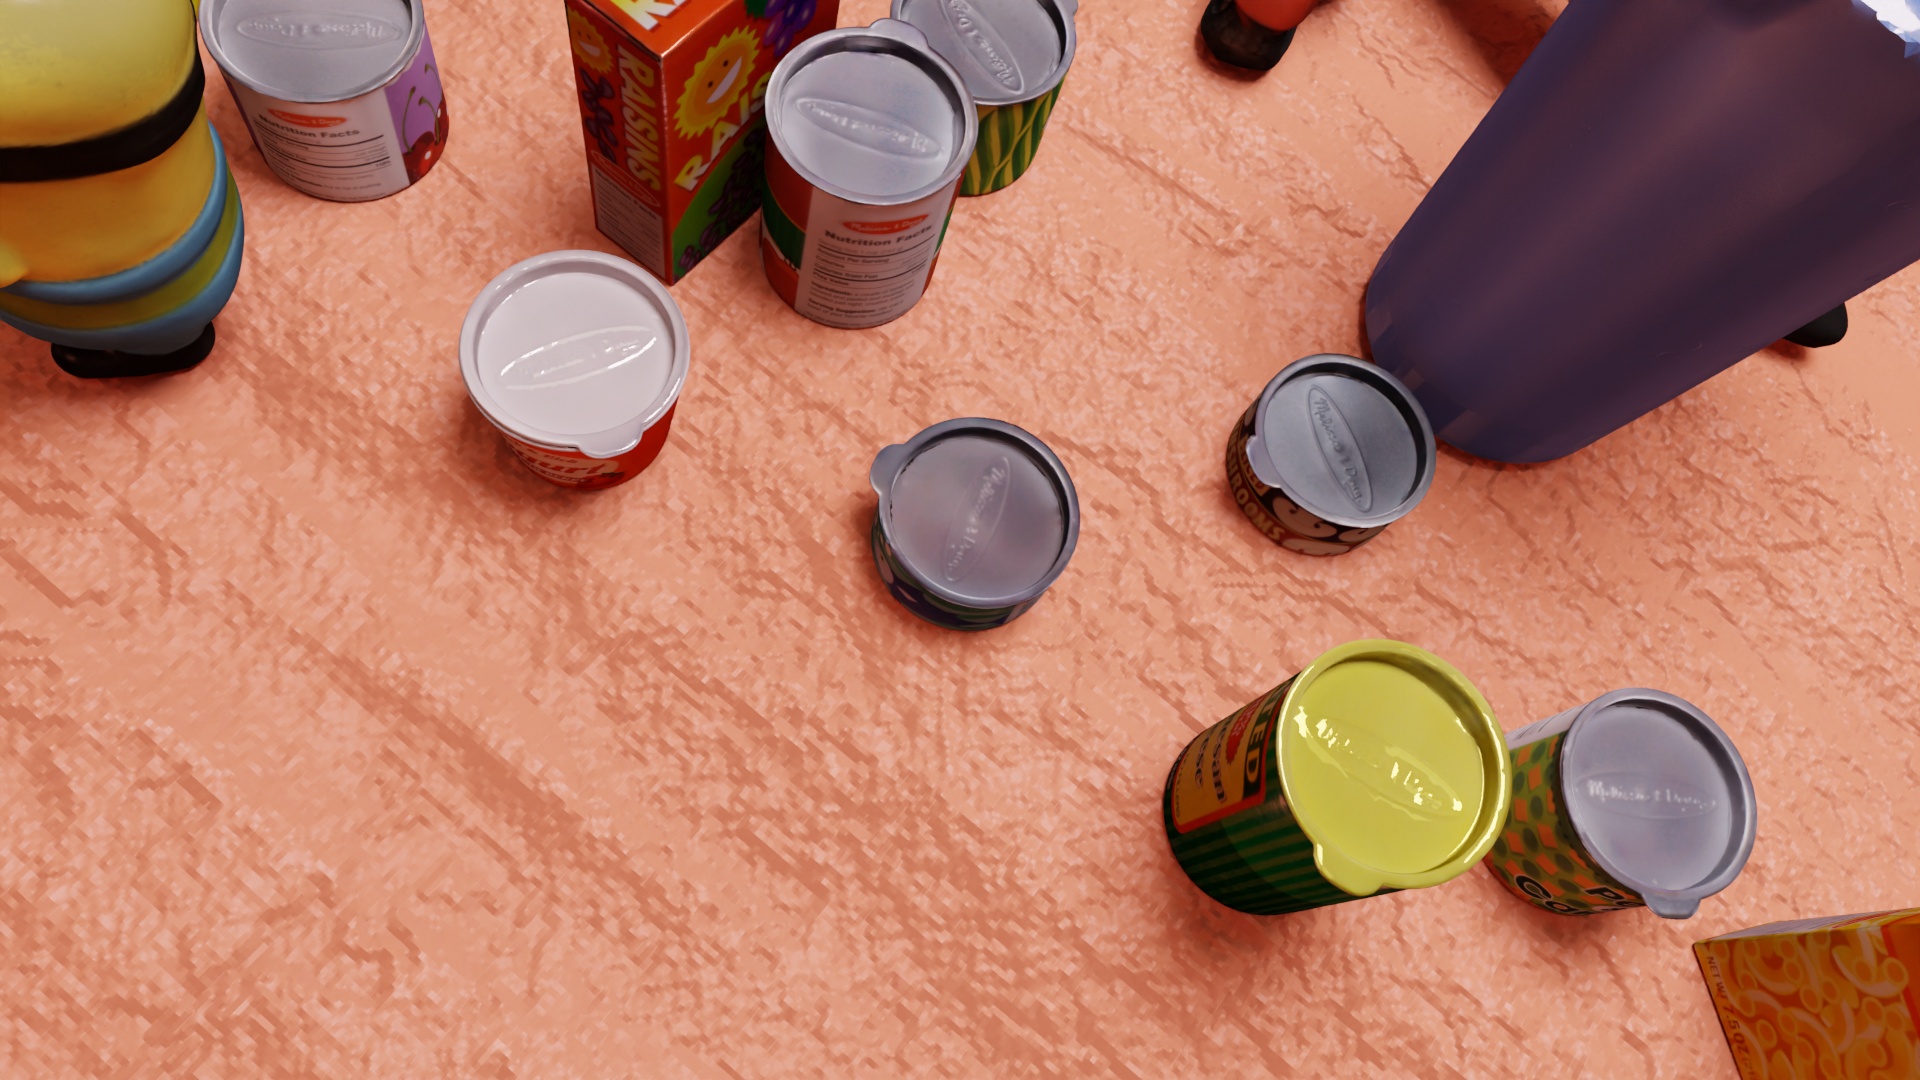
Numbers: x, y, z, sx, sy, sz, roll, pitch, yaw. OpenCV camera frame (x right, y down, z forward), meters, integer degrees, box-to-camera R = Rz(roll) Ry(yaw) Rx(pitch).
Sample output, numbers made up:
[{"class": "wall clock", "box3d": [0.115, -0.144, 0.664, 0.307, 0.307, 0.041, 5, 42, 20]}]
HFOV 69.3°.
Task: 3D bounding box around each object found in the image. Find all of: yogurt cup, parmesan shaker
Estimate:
[{"class": "yogurt cup", "box3d": [-0.121, -0.051, 0.443, 0.072, 0.053, 0.072, 3, 70, -9]}, {"class": "parmesan shaker", "box3d": [0.104, 0.076, 0.412, 0.071, 0.102, 0.071, 3, 70, -9]}]

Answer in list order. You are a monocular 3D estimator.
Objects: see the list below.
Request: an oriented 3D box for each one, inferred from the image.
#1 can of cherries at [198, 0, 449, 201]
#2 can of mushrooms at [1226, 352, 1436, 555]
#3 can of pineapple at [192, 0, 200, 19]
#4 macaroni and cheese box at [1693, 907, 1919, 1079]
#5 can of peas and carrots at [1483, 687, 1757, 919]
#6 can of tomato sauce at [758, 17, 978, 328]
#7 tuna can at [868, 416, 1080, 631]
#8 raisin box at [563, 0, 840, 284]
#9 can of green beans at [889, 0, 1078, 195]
[{"class": "can of cherries", "box3d": [-0.208, -0.159, 0.464, 0.071, 0.058, 0.072, 3, 70, -9]}, {"class": "can of mushrooms", "box3d": [0.128, -0.030, 0.493, 0.071, 0.033, 0.071, 3, 70, -9]}, {"class": "can of pineapple", "box3d": [-0.297, -0.201, 0.463, 0.071, 0.057, 0.071, 3, 70, -9]}, {"class": "macaroni and cheese box", "box3d": [0.293, 0.164, 0.381, 0.040, 0.165, 0.124, -9, 72, -13]}, {"class": "can of peas and carrots", "box3d": [0.210, 0.089, 0.451, 0.071, 0.058, 0.071, 3, 70, -9]}, {"class": "can of tomato sauce", "box3d": [-0.034, -0.121, 0.469, 0.071, 0.082, 0.071, 3, 70, -9]}, {"class": "tuna can", "box3d": [0.002, -0.006, 0.461, 0.071, 0.032, 0.071, 3, 70, -9]}, {"class": "raisin box", "box3d": [-0.080, -0.151, 0.450, 0.040, 0.123, 0.086, 40, 68, 5]}, {"class": "can of green beans", "box3d": [0.003, -0.169, 0.508, 0.071, 0.057, 0.071, 3, 70, -9]}]
